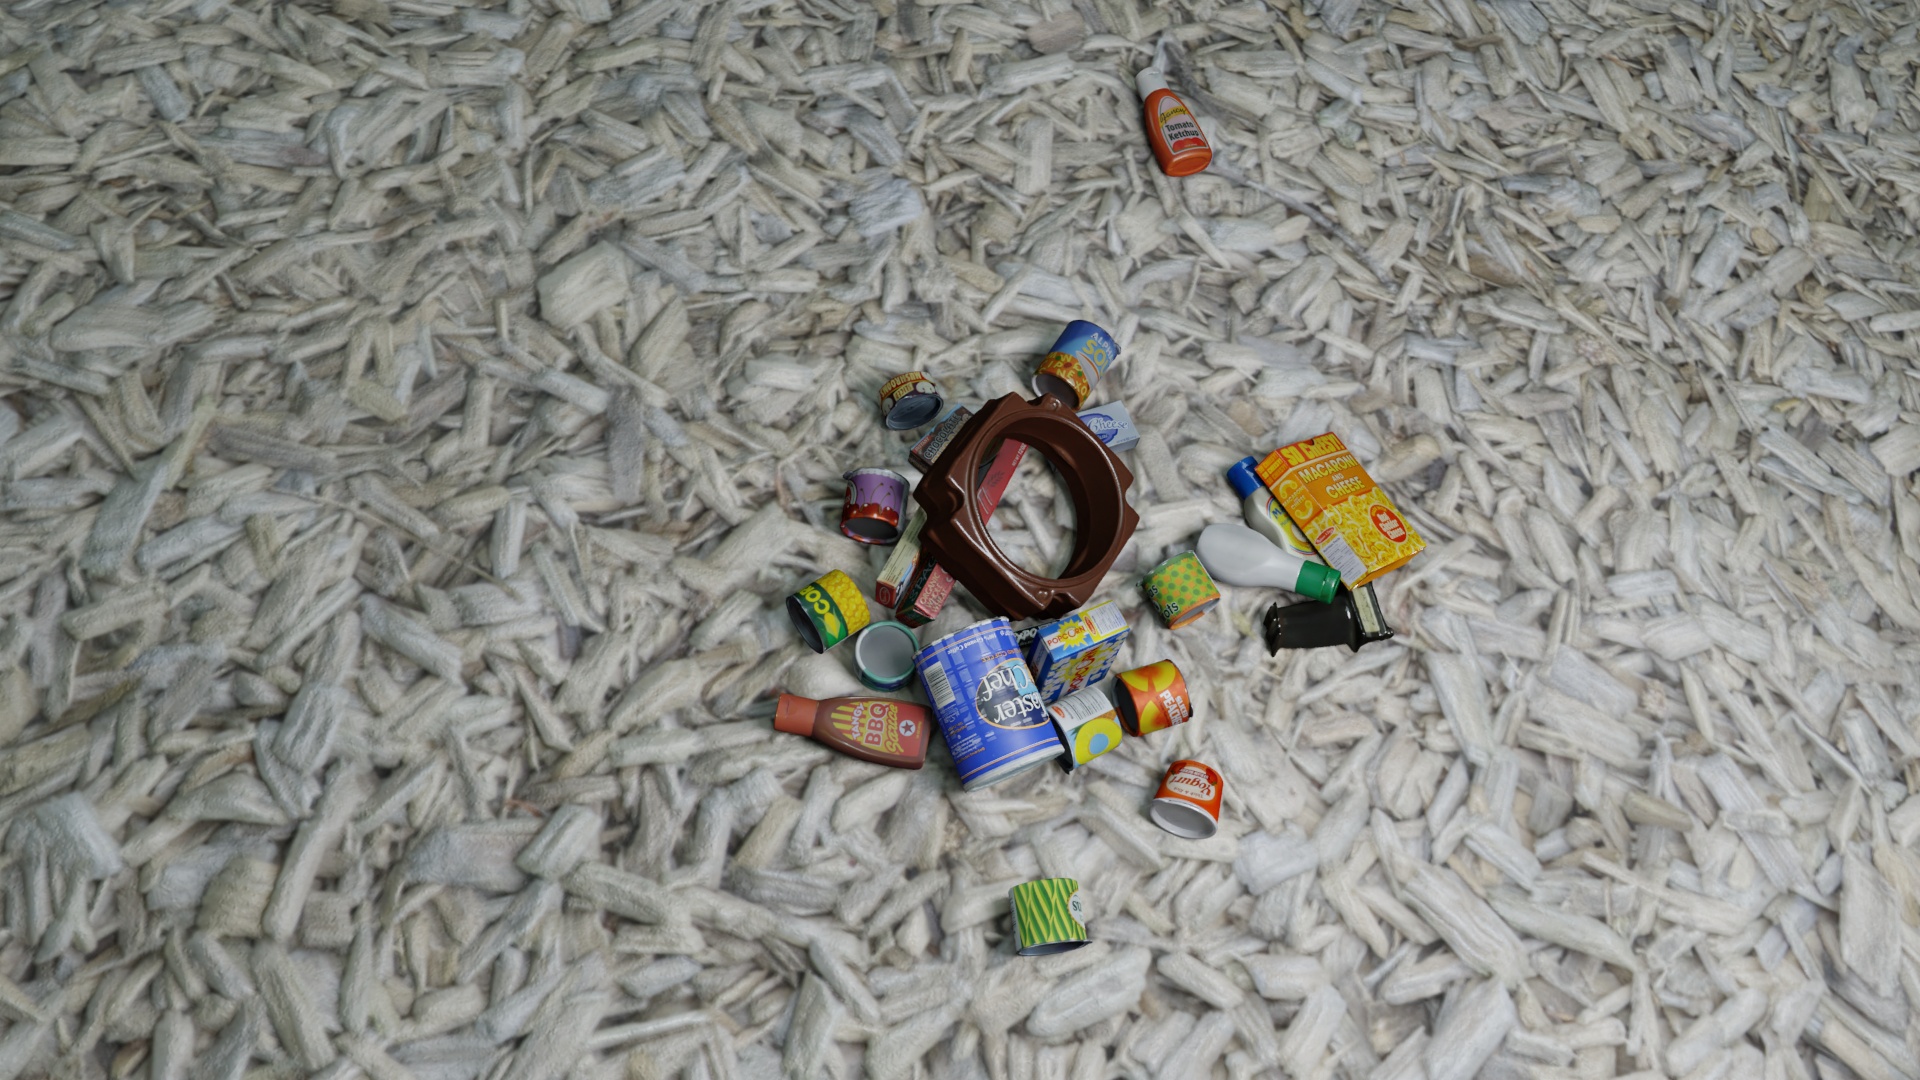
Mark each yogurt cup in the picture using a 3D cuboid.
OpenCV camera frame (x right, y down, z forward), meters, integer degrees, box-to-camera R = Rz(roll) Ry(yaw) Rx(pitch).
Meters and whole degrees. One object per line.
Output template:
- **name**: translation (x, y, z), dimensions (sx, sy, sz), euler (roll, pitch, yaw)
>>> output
- **yogurt cup**: translation (0.222, 0.250, 1.347), dimensions (0.072, 0.072, 0.054), euler (23, 55, 3)

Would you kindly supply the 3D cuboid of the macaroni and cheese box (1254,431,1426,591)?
- **macaroni and cheese box**: translation (0.412, -0.036, 1.501), dimensions (0.124, 0.040, 0.167), euler (-17, 66, -43)

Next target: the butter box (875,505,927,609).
- **butter box**: translation (-0.054, 0.016, 1.425), dimensions (0.024, 0.053, 0.104), euler (25, 63, 7)

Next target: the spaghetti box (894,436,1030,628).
- **spaghetti box**: translation (0.005, -0.018, 1.449), dimensions (0.028, 0.050, 0.251), euler (36, 63, -15)

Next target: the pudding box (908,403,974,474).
- **pudding box**: translation (-0.012, -0.103, 1.502), dimensions (0.050, 0.030, 0.084), euler (40, 65, 12)

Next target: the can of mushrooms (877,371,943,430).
- **can of mushrooms**: translation (-0.055, -0.151, 1.497), dimensions (0.071, 0.070, 0.033), euler (-16, 66, -15)

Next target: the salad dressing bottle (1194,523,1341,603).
- **salad dressing bottle**: translation (0.322, 0.026, 1.456), dimensions (0.148, 0.043, 0.064), euler (19, 65, 22)

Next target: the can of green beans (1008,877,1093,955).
- **can of green beans**: translation (0.080, 0.346, 1.276), dimensions (0.071, 0.071, 0.058), euler (-3, 65, -10)

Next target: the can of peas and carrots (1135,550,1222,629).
- **can of peas and carrots**: translation (0.227, 0.053, 1.441), dimensions (0.071, 0.070, 0.059), euler (-25, 71, -19)

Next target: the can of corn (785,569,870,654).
- **can of corn**: translation (-0.132, 0.068, 1.378), dimensions (0.058, 0.071, 0.071), euler (-32, 73, -22)

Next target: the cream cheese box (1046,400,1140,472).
- **cream cheese box**: translation (0.140, -0.116, 1.534), dimensions (0.104, 0.024, 0.053), euler (-18, 67, -16)

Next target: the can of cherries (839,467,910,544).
- **can of cherries**: translation (-0.091, -0.035, 1.437), dimensions (0.071, 0.071, 0.058), euler (9, 65, -4)

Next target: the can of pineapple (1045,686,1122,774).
- **can of pineapple**: translation (0.118, 0.185, 1.362), dimensions (0.058, 0.070, 0.071), euler (-23, 70, -18)

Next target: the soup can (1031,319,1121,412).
- **soup can**: translation (0.129, -0.193, 1.545), dimensions (0.071, 0.071, 0.084), euler (31, 65, 7)

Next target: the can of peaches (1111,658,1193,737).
- **can of peaches**: translation (0.190, 0.158, 1.383), dimensions (0.058, 0.071, 0.071), euler (-14, 67, -14)

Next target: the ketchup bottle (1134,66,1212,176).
- **ketchup bottle**: translation (0.260, -0.526, 1.742), dimensions (0.065, 0.043, 0.149), euler (-13, 66, -14)

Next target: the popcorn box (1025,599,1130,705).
- **popcorn box**: translation (0.110, 0.113, 1.361), dimensions (0.085, 0.126, 0.038), euler (-22, 67, -18)

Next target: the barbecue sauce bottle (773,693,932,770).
- **barbecue sauce bottle**: translation (-0.104, 0.179, 1.343), dimensions (0.149, 0.043, 0.065), euler (11, 64, -3)

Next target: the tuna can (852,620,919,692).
- **tuna can**: translation (-0.072, 0.116, 1.385), dimensions (0.071, 0.032, 0.071), euler (3, 64, -6)

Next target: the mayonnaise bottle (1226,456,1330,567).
- **mayonnaise bottle**: translation (0.345, -0.024, 1.509), dimensions (0.065, 0.041, 0.148), euler (-25, 71, -23)
